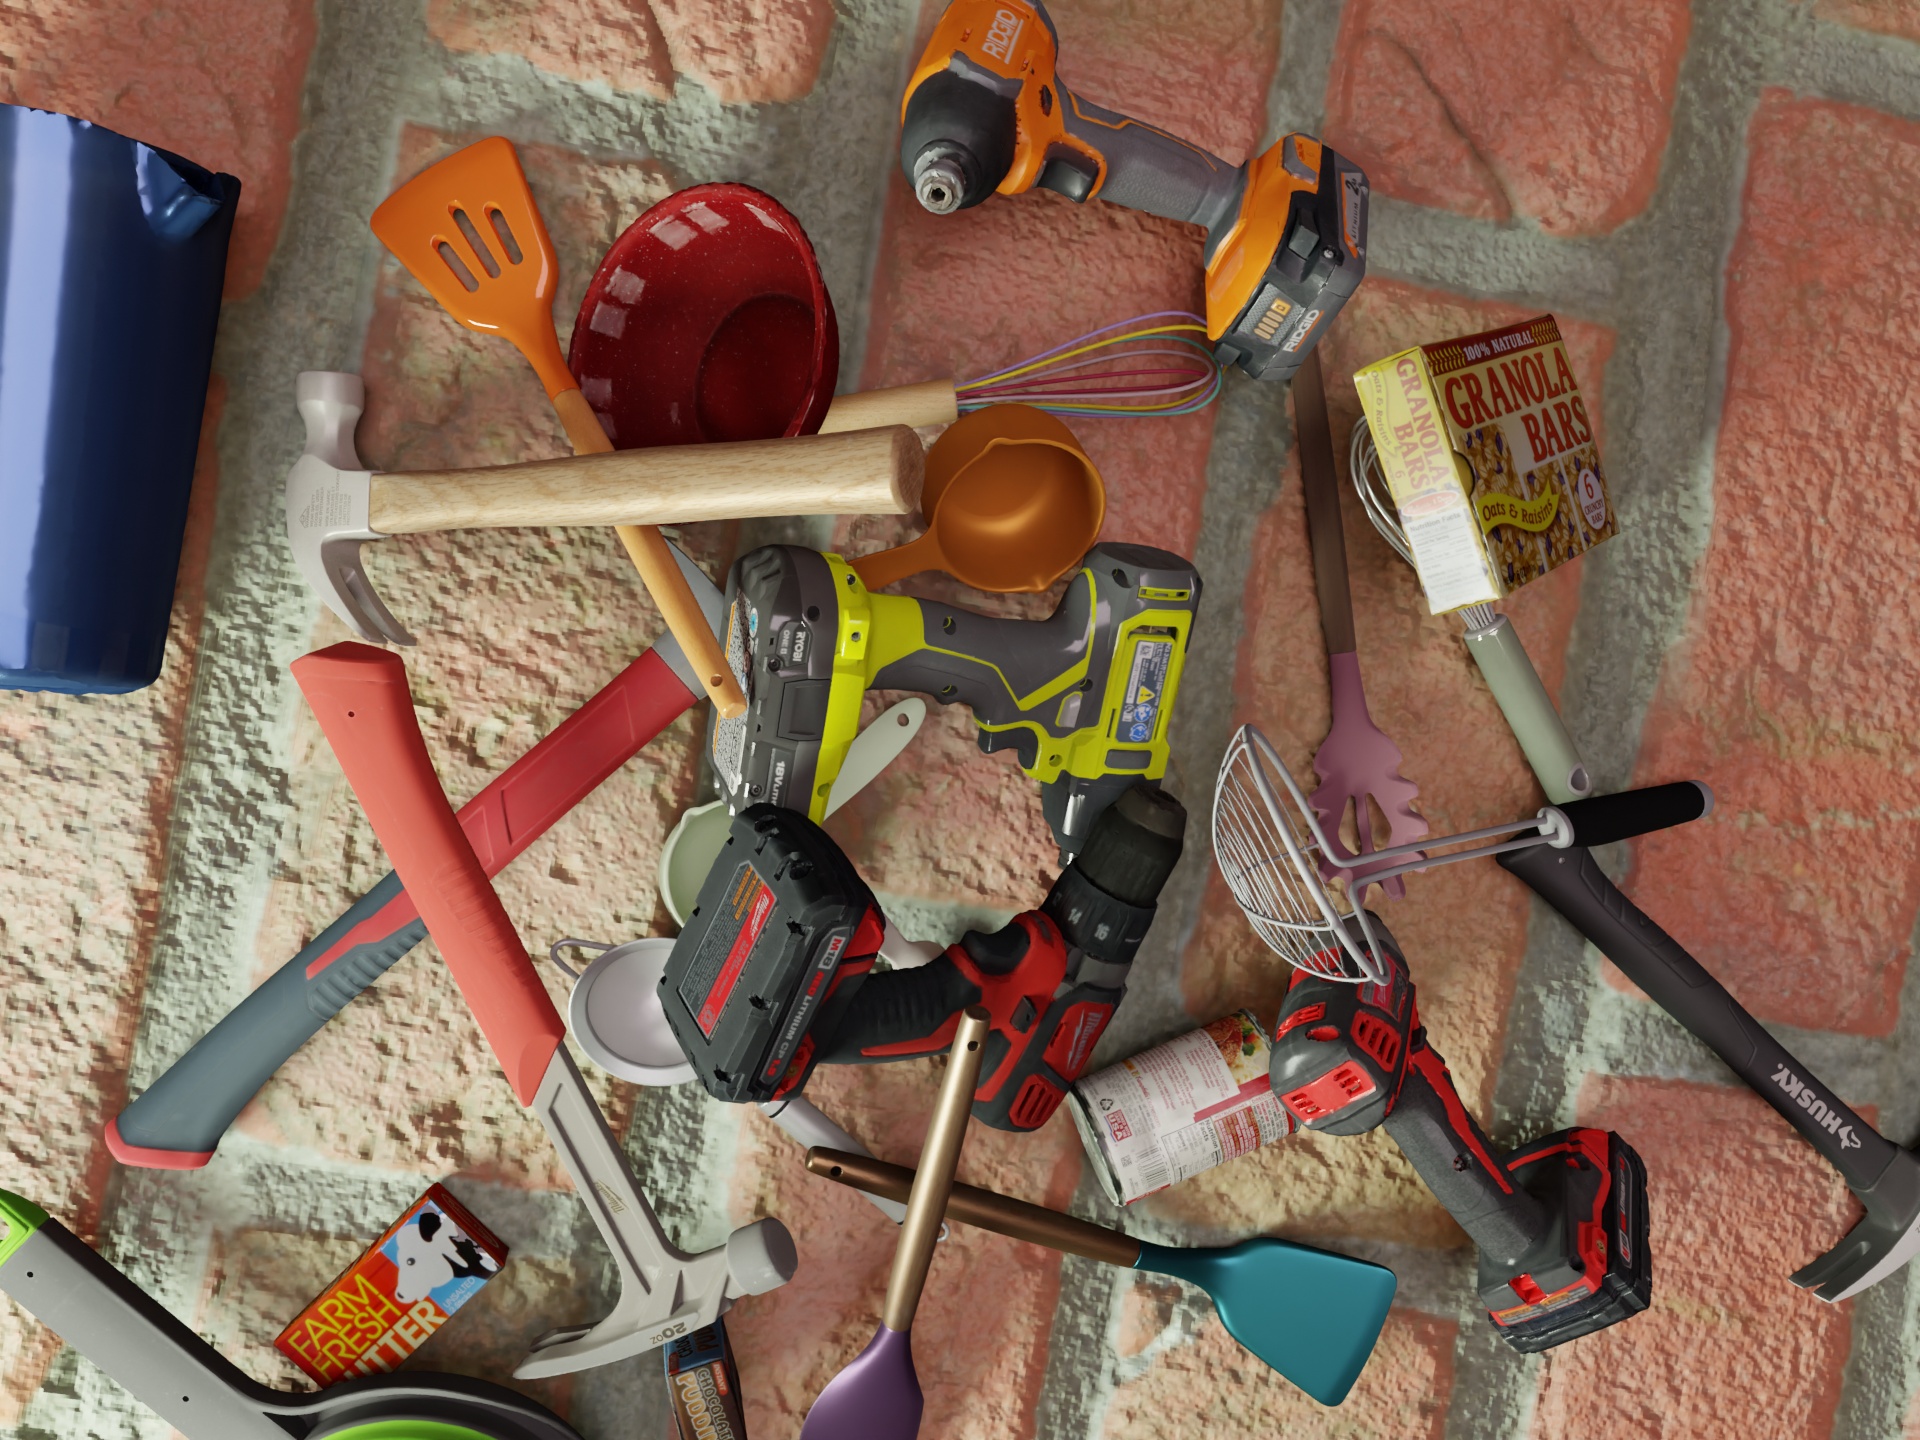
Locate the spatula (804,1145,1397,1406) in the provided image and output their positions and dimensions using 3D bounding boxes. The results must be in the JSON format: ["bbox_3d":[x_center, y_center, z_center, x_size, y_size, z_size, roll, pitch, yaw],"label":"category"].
[{"bbox_3d":[0.070,0.270,0.814,0.317,0.044,0.082,21,97,-15],"label":"spatula"}]

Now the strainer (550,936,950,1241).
[{"bbox_3d":[-0.100,0.184,0.799,0.258,0.050,0.087,43,104,-13],"label":"strainer"}]

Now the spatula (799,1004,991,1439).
[{"bbox_3d":[-0.028,0.270,0.766,0.059,0.018,0.315,10,114,-9],"label":"spatula"}]

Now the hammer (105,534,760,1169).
[{"bbox_3d":[-0.262,0.064,0.771,0.386,0.038,0.143,-42,96,-6],"label":"hammer"}]

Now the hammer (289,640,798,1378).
[{"bbox_3d":[-0.217,0.132,0.736,0.149,0.037,0.359,-24,99,11],"label":"hammer"}]

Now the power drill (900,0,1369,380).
[{"bbox_3d":[0.078,-0.254,0.761,0.226,0.084,0.164,24,47,-9],"label":"power drill"}]

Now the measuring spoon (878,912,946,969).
[{"bbox_3d":[-0.042,0.102,0.794,0.124,0.018,0.034,47,68,-27],"label":"measuring spoon"}]

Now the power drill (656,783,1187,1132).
[{"bbox_3d":[-0.004,0.100,0.737,0.226,0.080,0.188,15,109,-38],"label":"power drill"}]

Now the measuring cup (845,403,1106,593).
[{"bbox_3d":[-0.016,-0.099,0.790,0.173,0.052,0.095,-20,132,2],"label":"measuring cup"}]

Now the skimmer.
[{"bbox_3d":[0.265,0.047,0.766,0.363,0.090,0.127,-7,61,-30],"label":"skimmer"}]

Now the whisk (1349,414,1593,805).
[{"bbox_3d":[0.275,-0.057,0.847,0.058,0.059,0.246,-36,102,-23],"label":"whisk"}]

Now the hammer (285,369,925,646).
[{"bbox_3d":[-0.168,-0.098,0.698,0.331,0.031,0.130,1,89,25],"label":"hammer"}]

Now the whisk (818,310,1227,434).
[{"bbox_3d":[0.019,-0.163,0.809,0.245,0.047,0.051,-10,81,-4],"label":"whisk"}]

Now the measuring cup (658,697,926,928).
[{"bbox_3d":[-0.082,0.046,0.804,0.167,0.038,0.083,-44,102,-20],"label":"measuring cup"}]

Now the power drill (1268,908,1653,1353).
[{"bbox_3d":[0.250,0.199,0.810,0.219,0.143,0.078,46,124,-7],"label":"power drill"}]

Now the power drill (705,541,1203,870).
[{"bbox_3d":[-0.001,-0.002,0.764,0.223,0.080,0.171,2,111,-23],"label":"power drill"}]

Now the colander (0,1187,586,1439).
[{"bbox_3d":[-0.318,0.362,0.723,0.397,0.094,0.204,44,96,-8],"label":"colander"}]

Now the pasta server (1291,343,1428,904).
[{"bbox_3d":[0.198,-0.063,0.838,0.060,0.040,0.316,-7,91,10],"label":"pasta server"}]

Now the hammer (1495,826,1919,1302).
[{"bbox_3d":[0.422,0.176,0.879,0.334,0.035,0.146,41,85,-7],"label":"hammer"}]

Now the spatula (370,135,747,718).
[{"bbox_3d":[-0.177,-0.135,0.737,0.081,0.041,0.323,-31,69,1],"label":"spatula"}]
